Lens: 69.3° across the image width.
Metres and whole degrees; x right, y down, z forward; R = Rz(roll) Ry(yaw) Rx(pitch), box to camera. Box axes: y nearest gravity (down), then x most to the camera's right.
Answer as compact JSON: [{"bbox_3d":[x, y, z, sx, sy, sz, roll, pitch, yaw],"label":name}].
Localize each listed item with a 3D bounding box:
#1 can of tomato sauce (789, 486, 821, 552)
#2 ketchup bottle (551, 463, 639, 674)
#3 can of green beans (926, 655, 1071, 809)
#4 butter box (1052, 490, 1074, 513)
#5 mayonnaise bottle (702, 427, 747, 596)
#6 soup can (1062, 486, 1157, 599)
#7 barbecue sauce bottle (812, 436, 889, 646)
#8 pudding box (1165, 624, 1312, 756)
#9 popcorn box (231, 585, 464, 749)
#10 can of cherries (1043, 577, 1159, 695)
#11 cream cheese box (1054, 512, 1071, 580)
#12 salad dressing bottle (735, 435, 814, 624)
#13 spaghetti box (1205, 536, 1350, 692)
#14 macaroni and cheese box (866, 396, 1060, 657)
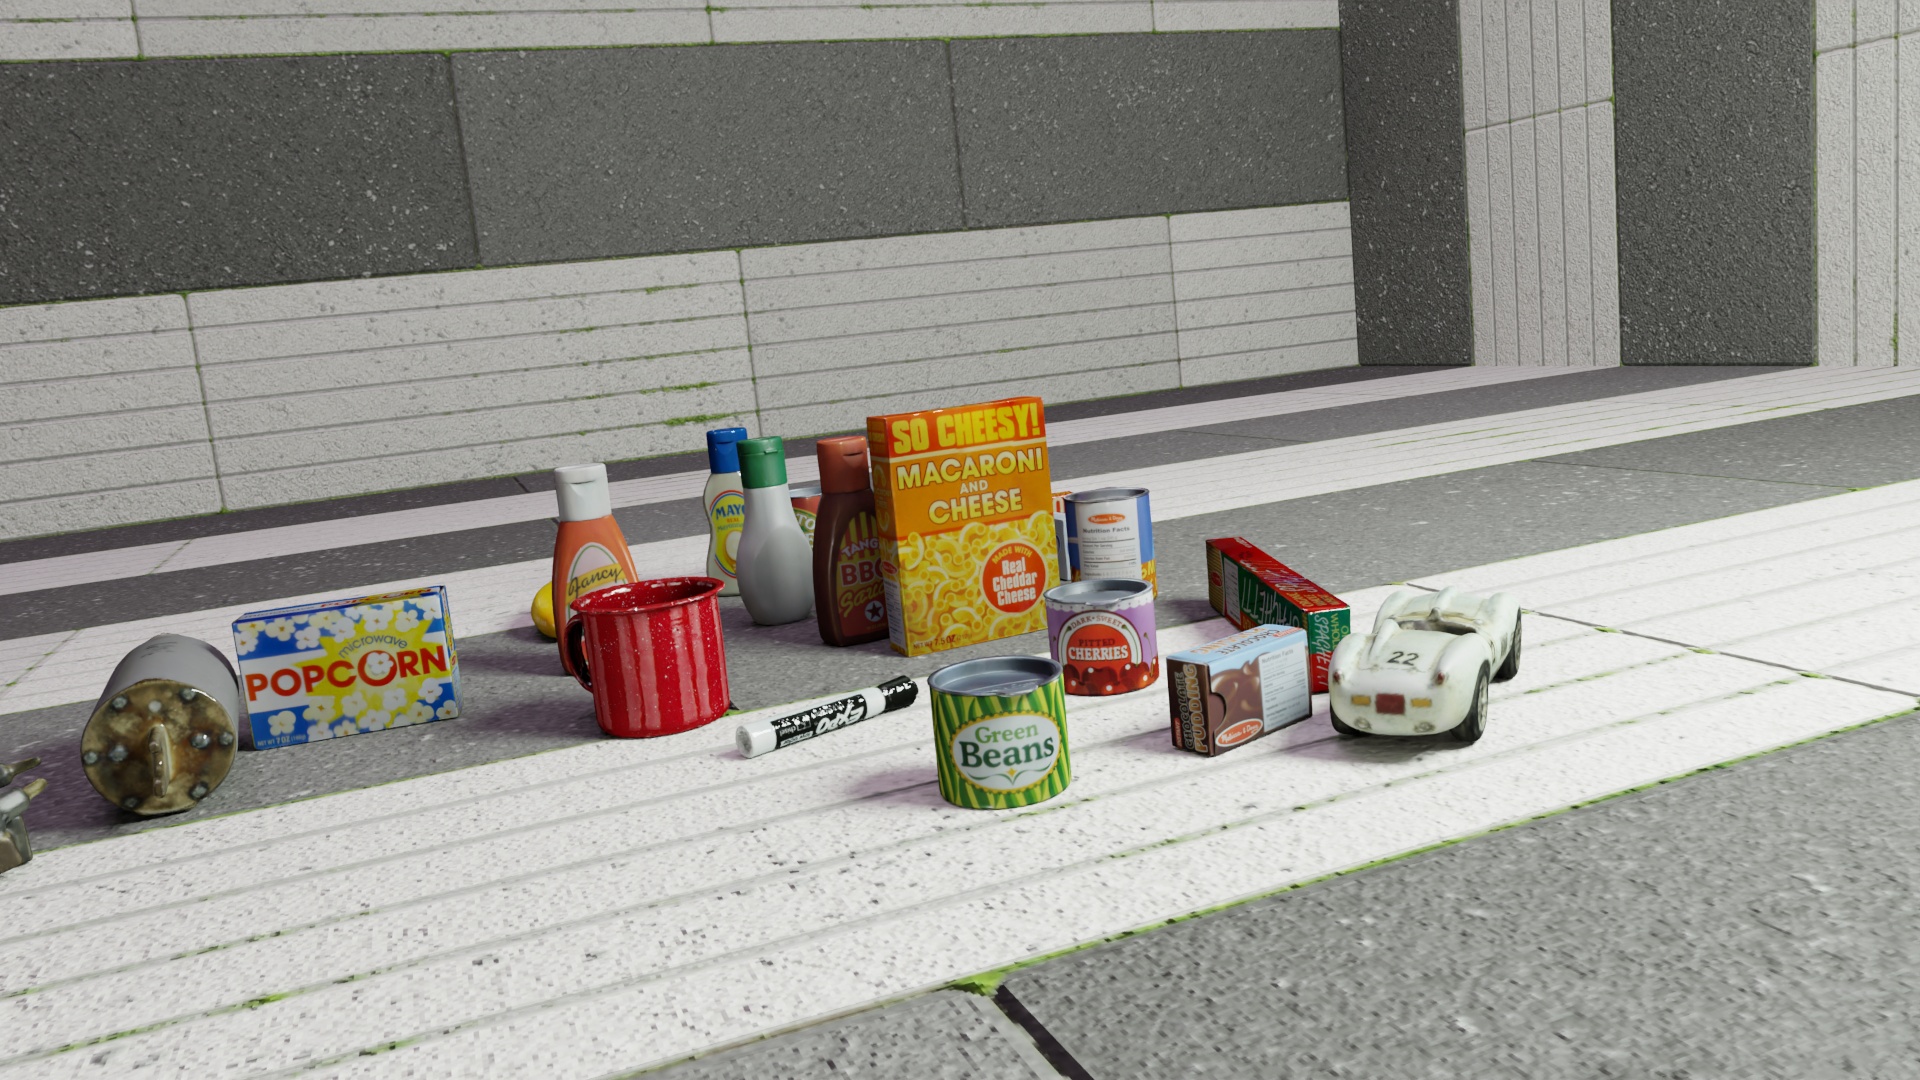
[{"bbox_3d":[-0.135,-0.004,1.273,0.071,0.083,0.071,-6,9,1],"label":"can of tomato sauce"},{"bbox_3d":[-0.266,0.019,1.007,0.065,0.148,0.043,-9,9,-19],"label":"ketchup bottle"},{"bbox_3d":[0.019,0.092,0.674,0.071,0.057,0.071,-6,9,1],"label":"can of green beans"},{"bbox_3d":[0.060,-0.014,1.307,0.104,0.053,0.024,-7,9,-9],"label":"butter box"},{"bbox_3d":[-0.201,-0.026,1.244,0.065,0.147,0.041,-6,9,1],"label":"mayonnaise bottle"},{"bbox_3d":[0.116,0.004,1.065,0.071,0.083,0.071,-6,9,1],"label":"soup can"},{"bbox_3d":[-0.080,-0.001,1.017,0.065,0.148,0.043,-11,10,-32],"label":"barbecue sauce bottle"},{"bbox_3d":[0.146,0.076,0.721,0.084,0.049,0.030,-13,12,-38],"label":"pudding box"},{"bbox_3d":[-0.397,0.082,0.906,0.127,0.085,0.038,-8,9,-15],"label":"popcorn box"},{"bbox_3d":[0.085,0.058,0.838,0.071,0.058,0.071,-6,9,1],"label":"can of cherries"},{"bbox_3d":[0.070,0.002,1.200,0.024,0.053,0.104,-11,11,-31],"label":"cream cheese box"},{"bbox_3d":[-0.151,-0.009,1.110,0.064,0.147,0.044,-12,11,-34],"label":"salad dressing bottle"},{"bbox_3d":[0.199,0.042,0.893,0.029,0.050,0.250,-6,9,-2],"label":"spaghetti box"},{"bbox_3d":[0.003,-0.012,0.980,0.124,0.166,0.040,-10,10,-24],"label":"macaroni and cheese box"}]
